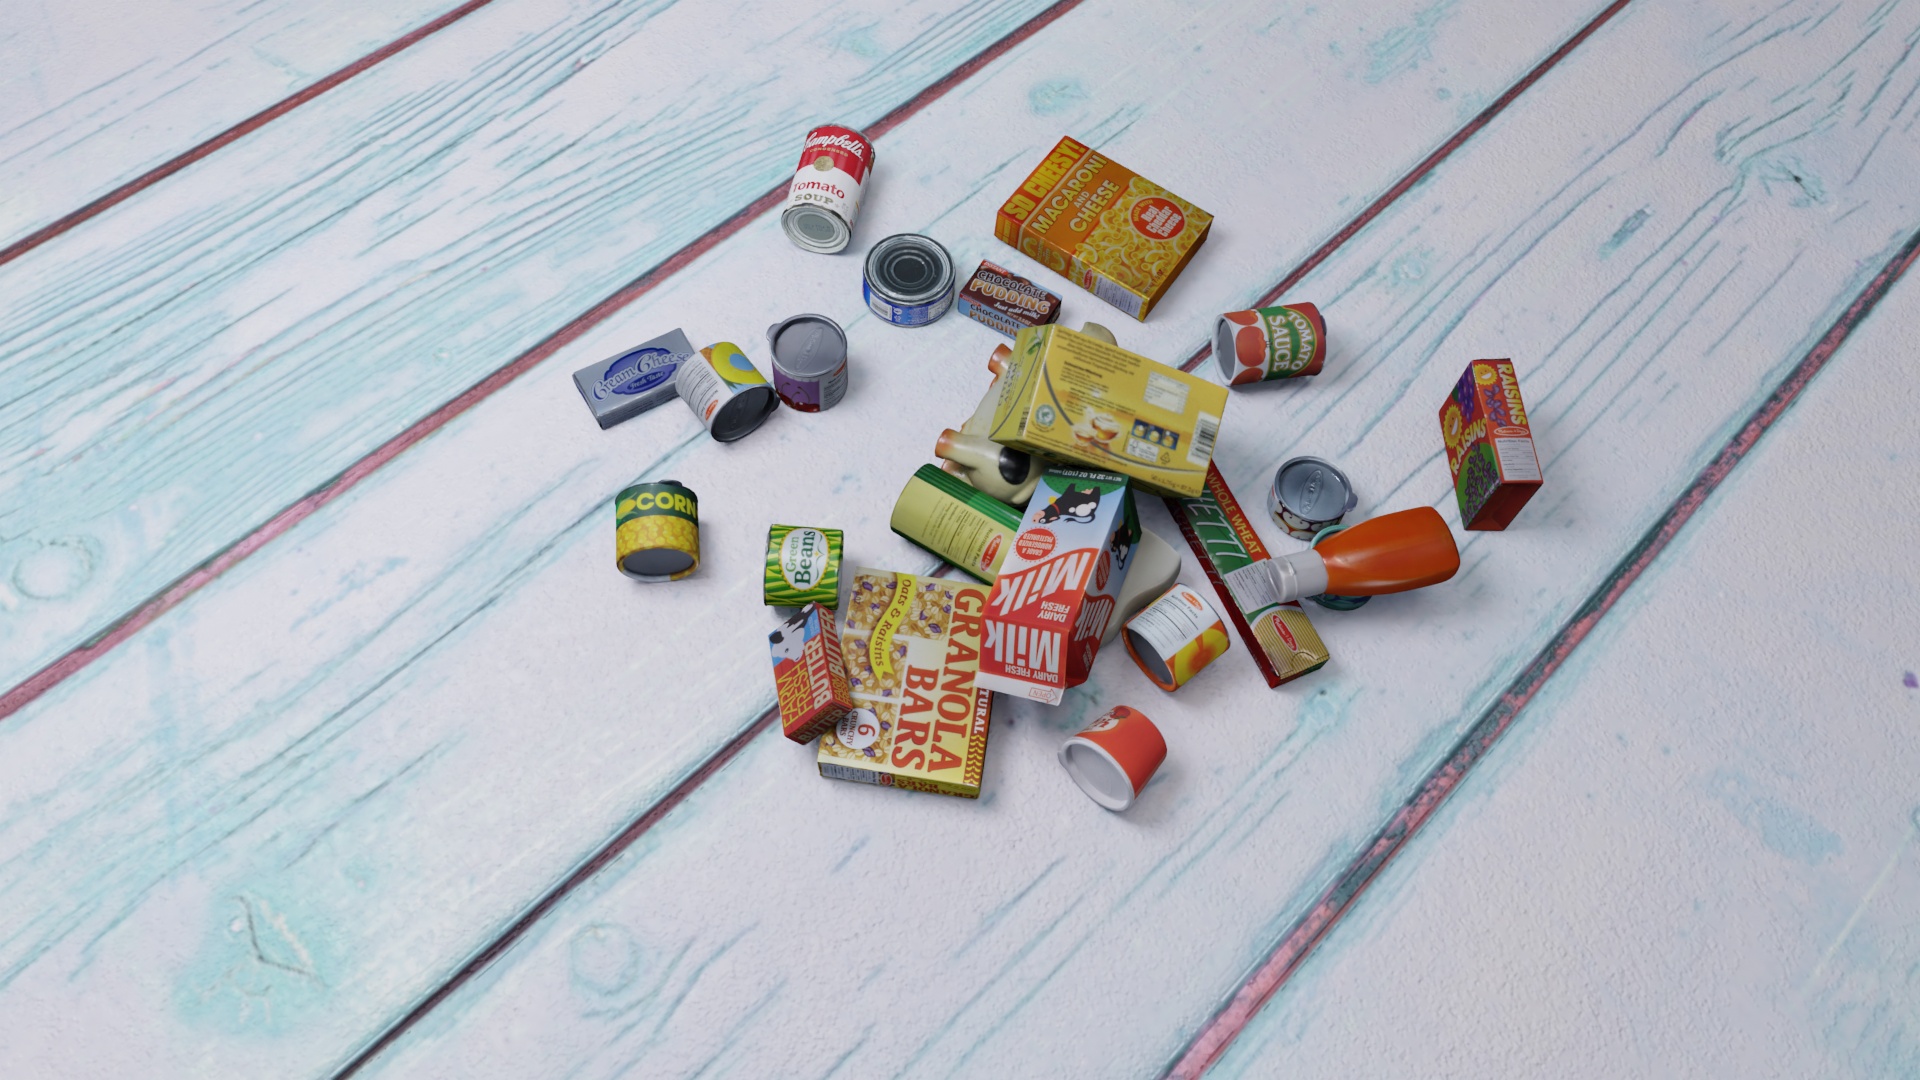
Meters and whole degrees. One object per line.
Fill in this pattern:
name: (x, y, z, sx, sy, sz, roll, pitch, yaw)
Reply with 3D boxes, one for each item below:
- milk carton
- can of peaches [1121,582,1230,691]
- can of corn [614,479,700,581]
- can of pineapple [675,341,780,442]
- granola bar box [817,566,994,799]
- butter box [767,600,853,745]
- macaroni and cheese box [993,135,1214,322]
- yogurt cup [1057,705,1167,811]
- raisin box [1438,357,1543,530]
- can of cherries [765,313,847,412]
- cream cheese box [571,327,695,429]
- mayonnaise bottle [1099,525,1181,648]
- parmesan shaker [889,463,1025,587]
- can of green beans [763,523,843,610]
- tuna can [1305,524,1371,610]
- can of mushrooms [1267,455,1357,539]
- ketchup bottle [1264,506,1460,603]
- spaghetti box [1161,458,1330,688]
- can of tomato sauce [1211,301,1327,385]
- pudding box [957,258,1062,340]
milk carton: (0.074, 0.039, 1.060, 0.072, 0.073, 0.191, 9, 55, 25)
can of peaches: (0.169, 0.078, 1.093, 0.058, 0.071, 0.071, -36, 70, -16)
can of corn: (-0.241, -0.007, 1.108, 0.071, 0.071, 0.058, -5, 63, -6)
can of pineapple: (-0.198, -0.126, 1.179, 0.071, 0.070, 0.058, -33, 69, -19)
granola bar box: (-0.035, 0.109, 1.077, 0.124, 0.039, 0.166, 8, 61, 2)
butter box: (-0.115, 0.100, 1.055, 0.053, 0.024, 0.104, -37, 42, 19)
macaroni and cheese box: (0.134, -0.295, 1.306, 0.166, 0.040, 0.124, 33, 65, 13)
yogurt cup: (0.119, 0.161, 1.047, 0.072, 0.072, 0.054, 42, 59, 17)
raisin box: (0.452, -0.082, 1.187, 0.040, 0.085, 0.124, -1, 62, -2)
can of cherries: (-0.133, -0.154, 1.202, 0.071, 0.058, 0.072, 1, 63, -3)
cream cheese box: (-0.277, -0.141, 1.204, 0.104, 0.024, 0.053, -27, 66, -17)
mayonnaise bottle: (0.111, 0.051, 1.118, 0.065, 0.041, 0.148, 37, 67, 23)
parmesan shaker: (0.004, -0.014, 1.129, 0.103, 0.071, 0.071, 30, 64, 13)
can of green beans: (-0.124, 0.021, 1.103, 0.058, 0.071, 0.071, 4, 62, -2)
tuna can: (0.315, 0.023, 1.151, 0.071, 0.032, 0.071, 2, 61, -3)
can of mushrooms: (0.298, -0.035, 1.180, 0.071, 0.033, 0.071, 1, 59, -2)
ketchup bottle: (0.319, 0.016, 1.110, 0.149, 0.043, 0.065, -12, 62, -11)
spaghetti box: (0.222, 0.004, 1.157, 0.050, 0.028, 0.251, -20, 65, -14)
can of tomato sauce: (0.274, -0.174, 1.234, 0.083, 0.071, 0.071, -8, 63, -7)
pudding box: (0.045, -0.215, 1.263, 0.084, 0.030, 0.050, 29, 63, 11)
